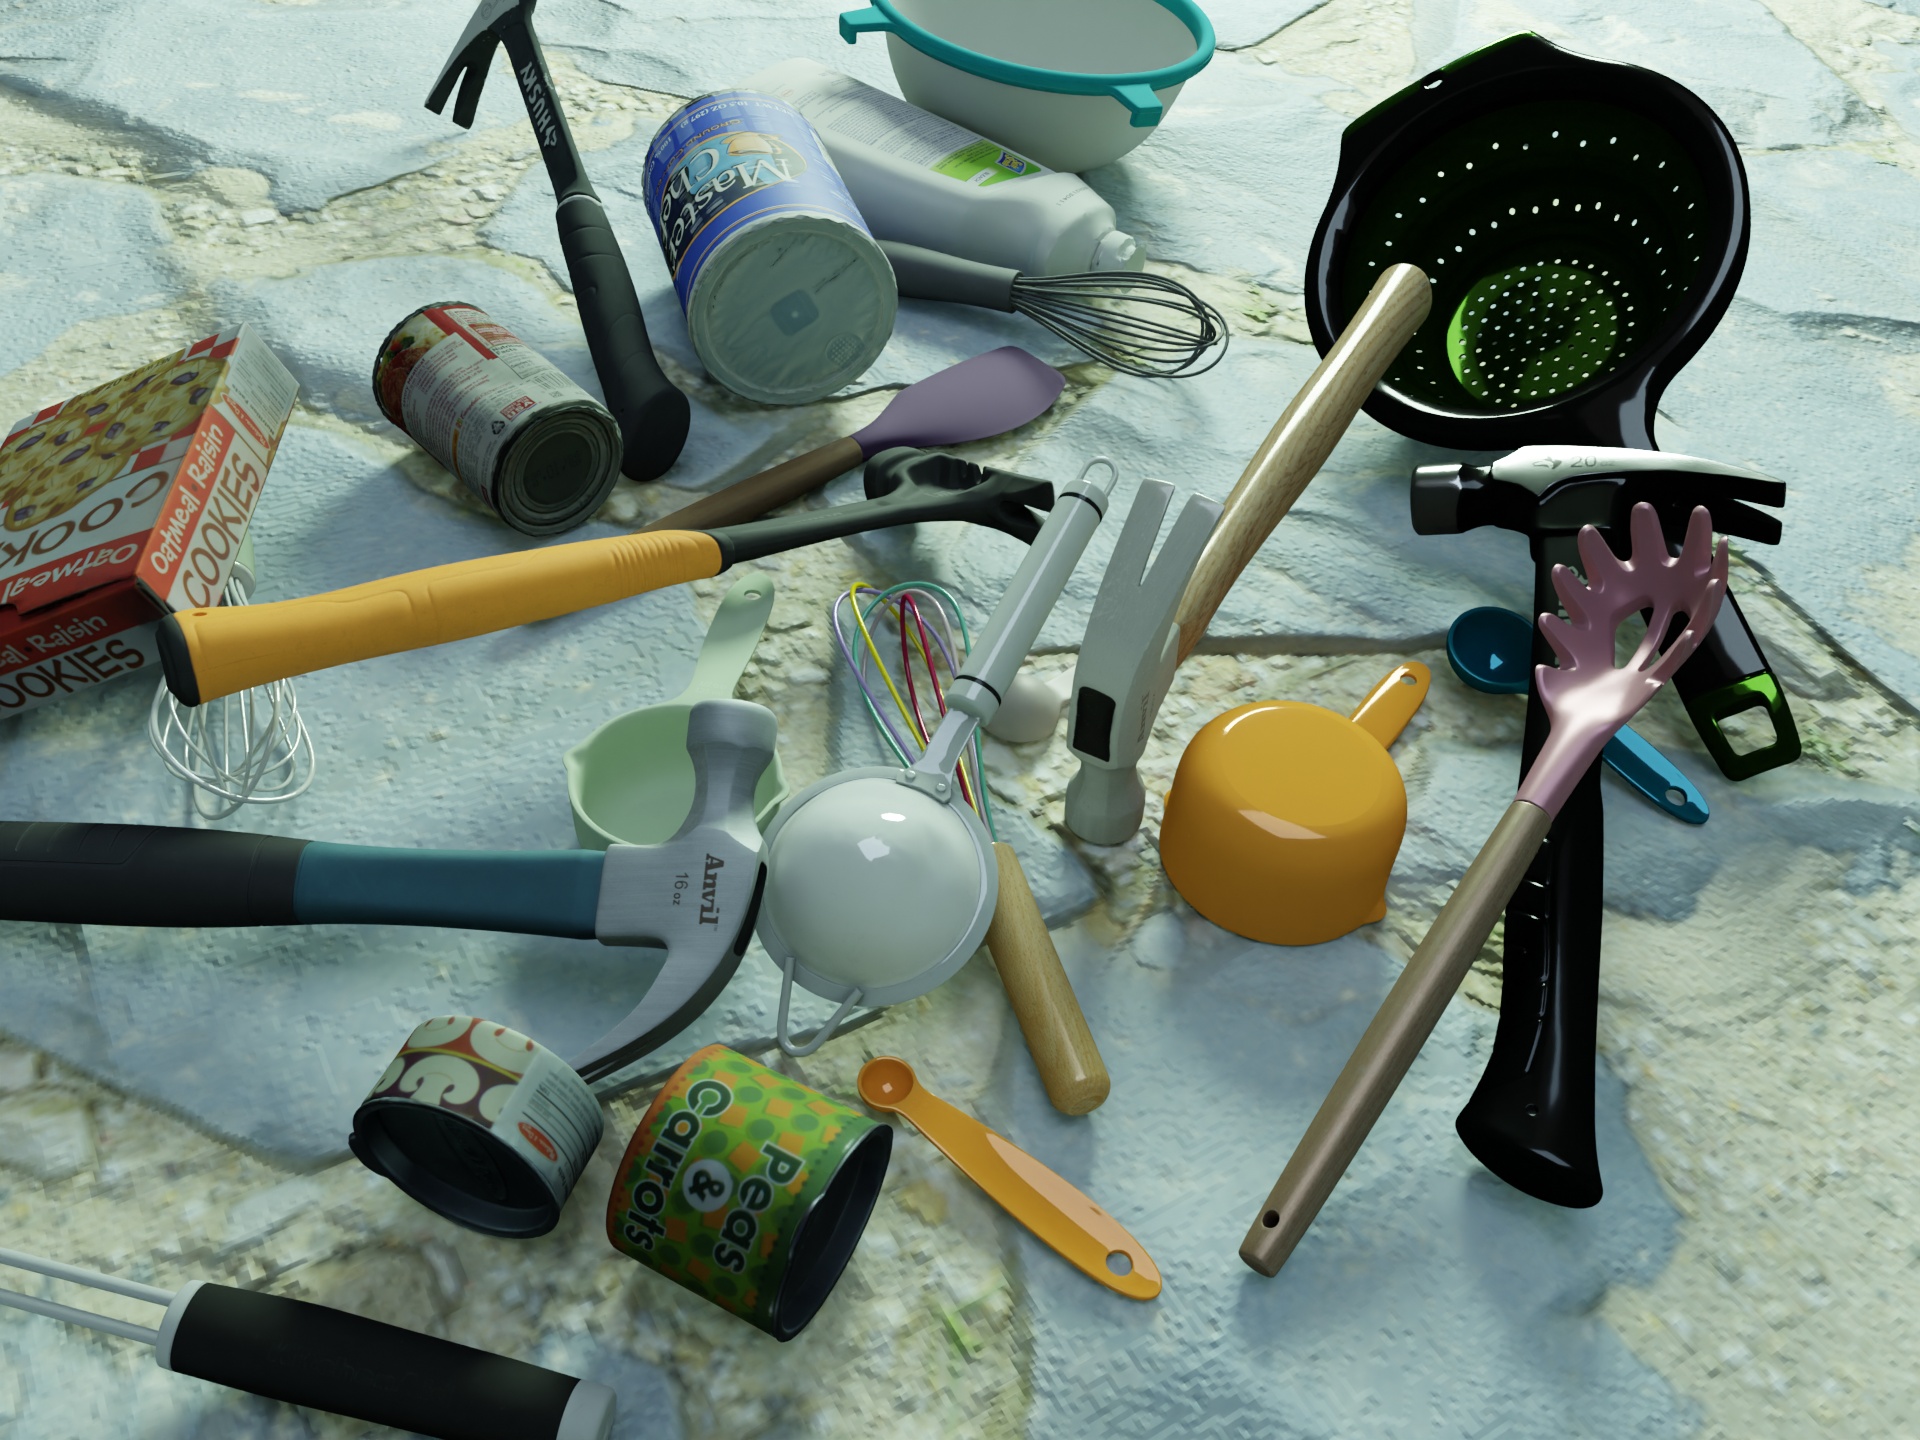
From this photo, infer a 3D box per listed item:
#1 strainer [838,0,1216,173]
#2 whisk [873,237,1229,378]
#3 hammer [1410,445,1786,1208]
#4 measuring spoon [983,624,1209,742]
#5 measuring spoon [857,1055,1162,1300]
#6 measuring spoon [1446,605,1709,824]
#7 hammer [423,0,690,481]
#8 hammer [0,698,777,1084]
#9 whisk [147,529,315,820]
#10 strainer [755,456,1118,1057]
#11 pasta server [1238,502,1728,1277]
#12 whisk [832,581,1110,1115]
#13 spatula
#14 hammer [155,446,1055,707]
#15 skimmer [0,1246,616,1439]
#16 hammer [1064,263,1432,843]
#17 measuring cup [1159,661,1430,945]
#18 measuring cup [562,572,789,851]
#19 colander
[{"bbox_3d":[0.065,-0.436,1.026,0.211,0.095,0.341,19,43,8],"label":"strainer"},{"bbox_3d":[0.027,-0.225,0.848,0.239,0.055,0.055,17,46,18],"label":"whisk"},{"bbox_3d":[0.229,0.019,0.592,0.146,0.035,0.335,1,51,23],"label":"hammer"},{"bbox_3d":[0.059,-0.025,0.667,0.124,0.018,0.034,-26,53,-28],"label":"measuring spoon"},{"bbox_3d":[0.014,0.145,0.502,0.117,0.011,0.021,33,50,20],"label":"measuring spoon"},{"bbox_3d":[0.255,0.002,0.665,0.042,0.021,0.129,-35,66,-22],"label":"measuring spoon"},{"bbox_3d":[-0.210,-0.279,0.843,0.036,0.149,0.409,16,41,-44],"label":"hammer"},{"bbox_3d":[-0.229,0.052,0.528,0.331,0.033,0.128,2,73,5],"label":"hammer"},{"bbox_3d":[-0.298,-0.050,0.645,0.059,0.057,0.247,19,30,-38],"label":"whisk"},{"bbox_3d":[-0.001,-0.002,0.566,0.087,0.050,0.258,22,64,14],"label":"strainer"},{"bbox_3d":[0.179,0.047,0.538,0.060,0.040,0.316,14,57,47],"label":"pasta server"},{"bbox_3d":[0.005,0.035,0.590,0.051,0.047,0.245,-18,53,-6],"label":"whisk"},{"bbox_3d":[-0.068,-0.116,0.745,0.316,0.018,0.060,-31,56,-32],"label":"spatula"},{"bbox_3d":[-0.125,-0.058,0.613,0.337,0.034,0.127,-16,24,-29],"label":"hammer"},{"bbox_3d":[-0.274,0.148,0.414,0.363,0.090,0.127,13,78,3],"label":"skimmer"},{"bbox_3d":[0.130,-0.101,0.658,0.031,0.130,0.331,23,51,20],"label":"hammer"},{"bbox_3d":[0.146,0.010,0.615,0.095,0.052,0.174,30,52,23],"label":"measuring cup"},{"bbox_3d":[-0.097,0.003,0.614,0.083,0.038,0.168,9,41,3],"label":"measuring cup"},{"bbox_3d":[0.301,-0.144,0.760,0.204,0.094,0.397,-24,62,21],"label":"colander"}]
